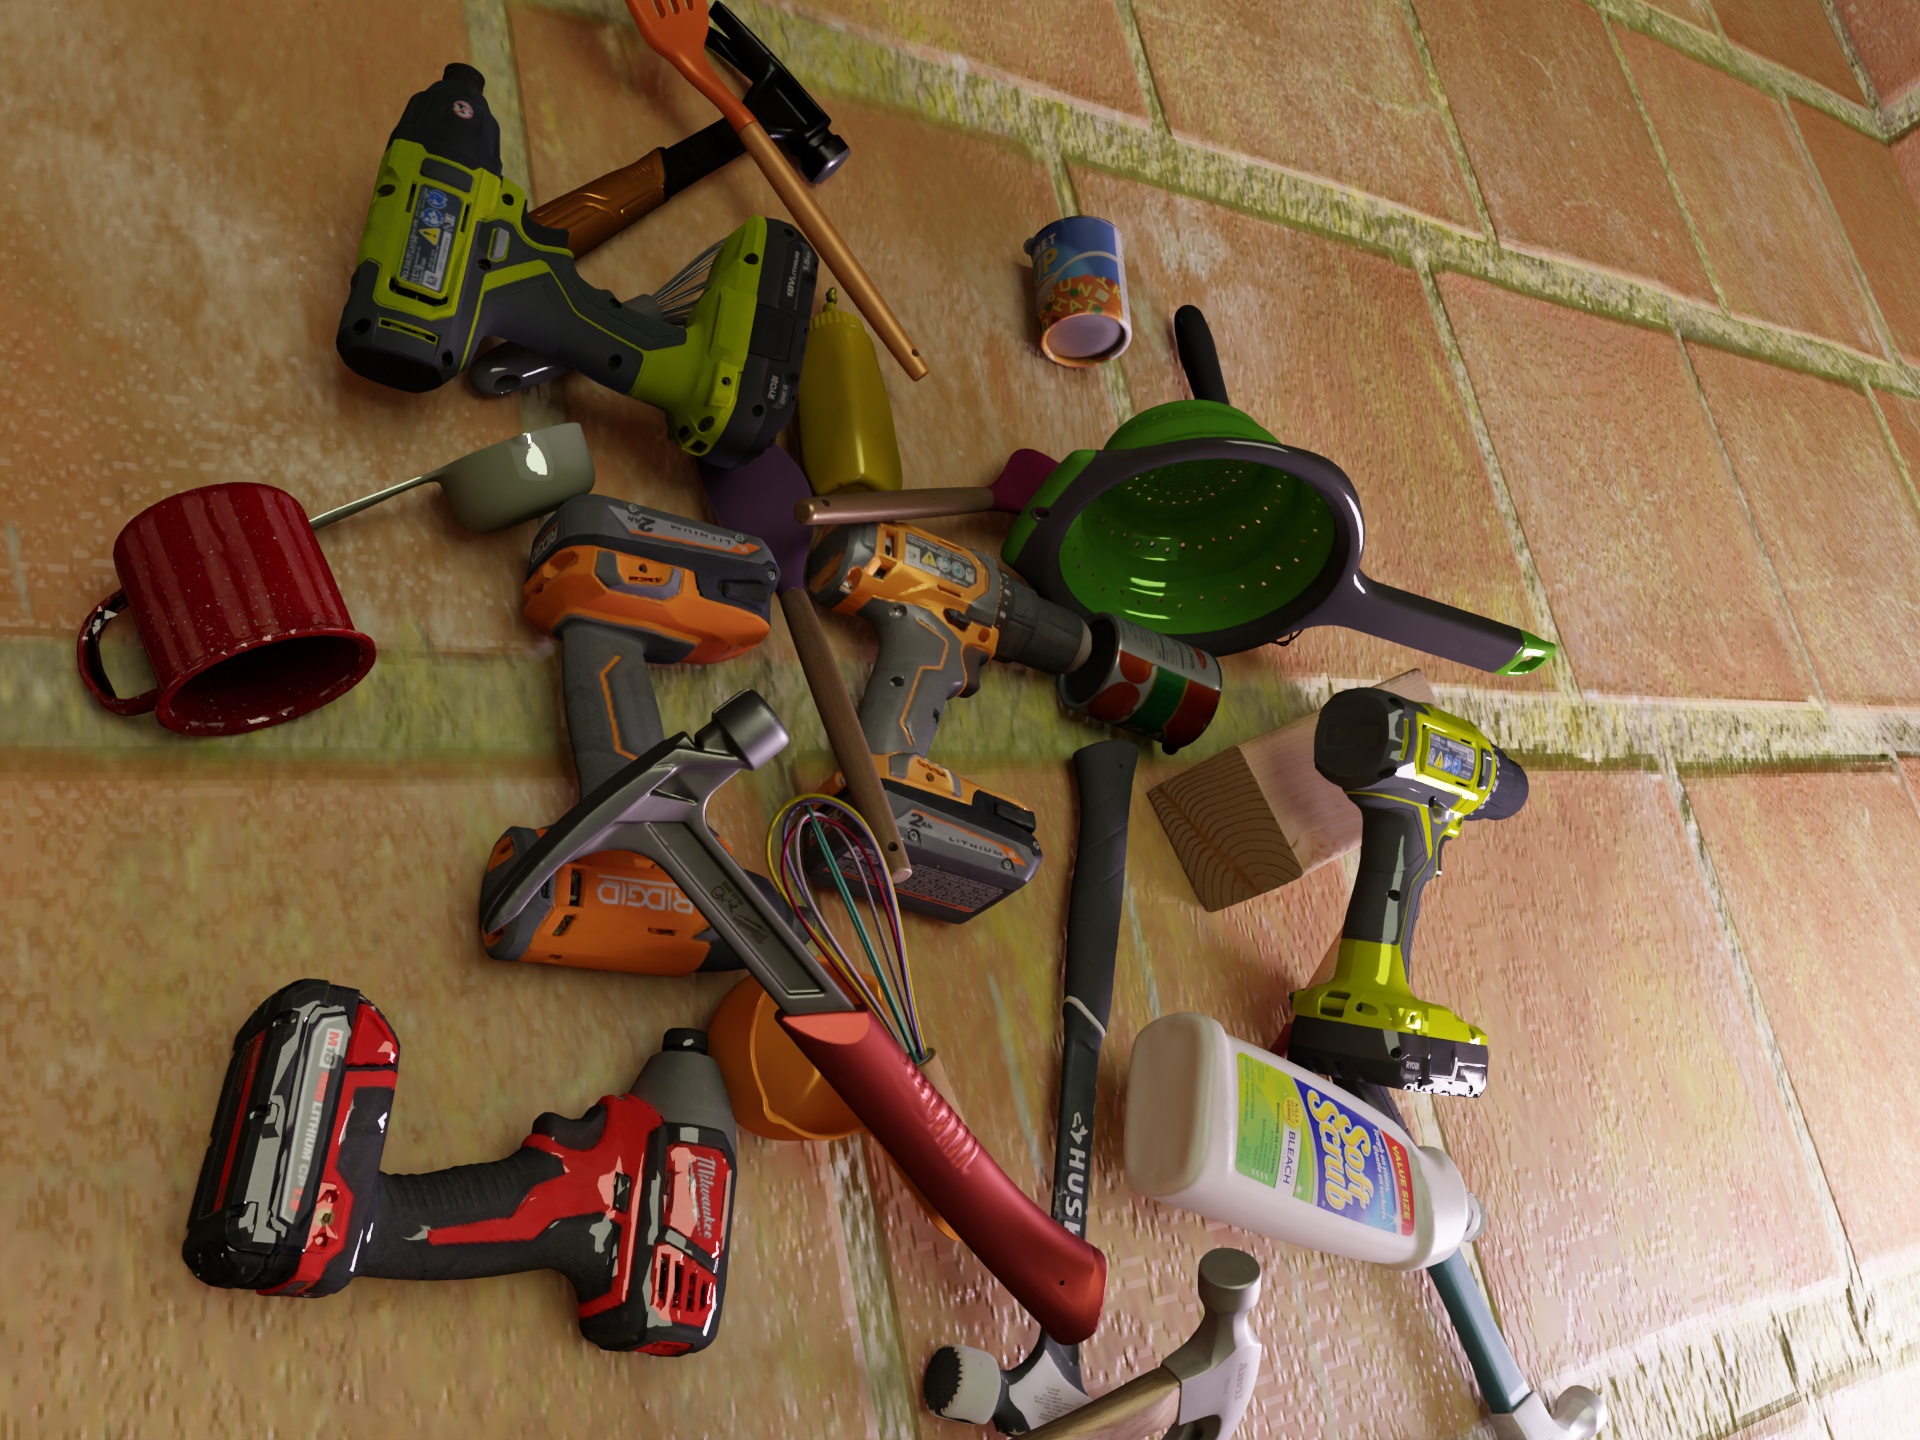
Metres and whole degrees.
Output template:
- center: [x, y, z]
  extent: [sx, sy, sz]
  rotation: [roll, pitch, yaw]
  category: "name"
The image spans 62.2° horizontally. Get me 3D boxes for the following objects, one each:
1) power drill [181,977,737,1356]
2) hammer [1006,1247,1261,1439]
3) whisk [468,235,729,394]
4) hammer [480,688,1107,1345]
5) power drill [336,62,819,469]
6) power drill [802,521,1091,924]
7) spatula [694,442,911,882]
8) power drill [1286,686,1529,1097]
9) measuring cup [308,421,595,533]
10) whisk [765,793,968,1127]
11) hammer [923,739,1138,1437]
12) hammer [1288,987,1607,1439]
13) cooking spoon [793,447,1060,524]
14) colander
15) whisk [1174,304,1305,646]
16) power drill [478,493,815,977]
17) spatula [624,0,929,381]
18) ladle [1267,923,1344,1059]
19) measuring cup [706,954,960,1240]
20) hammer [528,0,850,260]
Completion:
- center: [-0.196, 0.185, 0.679]
  extent: [0.219, 0.078, 0.143]
  rotation: [21, 57, -30]
  category: "power drill"
- center: [0.005, 0.356, 0.733]
  extent: [0.331, 0.031, 0.130]
  rotation: [-12, 114, -29]
  category: "hammer"
- center: [-0.181, -0.232, 0.916]
  extent: [0.239, 0.055, 0.055]
  rotation: [-34, 90, -37]
  category: "whisk"
- center: [-0.049, 0.166, 0.726]
  extent: [0.149, 0.037, 0.358]
  rotation: [-40, 110, -10]
  category: "hammer"
- center: [-0.195, -0.234, 0.836]
  extent: [0.223, 0.080, 0.171]
  rotation: [15, 73, -27]
  category: "power drill"
- center: [-0.001, -0.003, 0.911]
  extent: [0.185, 0.084, 0.226]
  rotation: [20, 53, -28]
  category: "power drill"
- center: [-0.080, -0.047, 0.849]
  extent: [0.059, 0.018, 0.316]
  rotation: [-11, 55, -18]
  category: "spatula"
- center: [0.279, 0.106, 0.965]
  extent: [0.190, 0.080, 0.228]
  rotation: [17, 79, -42]
  category: "power drill"
- center: [-0.259, -0.103, 0.787]
  extent: [0.167, 0.083, 0.038]
  rotation: [-27, 100, -25]
  category: "measuring cup"
- center: [-0.033, 0.146, 0.770]
  extent: [0.047, 0.051, 0.245]
  rotation: [-27, 104, -21]
  category: "whisk"
- center: [0.073, 0.189, 0.899]
  extent: [0.149, 0.036, 0.409]
  rotation: [25, 55, -26]
  category: "hammer"
- center: [0.294, 0.317, 0.999]
  extent: [0.128, 0.033, 0.331]
  rotation: [-17, 79, -41]
  category: "hammer"
- center: [0.000, -0.133, 0.964]
  extent: [0.319, 0.017, 0.069]
  rotation: [-16, 73, -57]
  category: "cooking spoon"
- center: [0.219, -0.115, 1.033]
  extent: [0.396, 0.204, 0.095]
  rotation: [15, 52, -21]
  category: "colander"
- center: [0.198, -0.185, 1.161]
  extent: [0.073, 0.073, 0.296]
  rotation: [7, 60, -34]
  category: "whisk"
- center: [-0.146, 0.015, 0.796]
  extent: [0.164, 0.084, 0.227]
  rotation: [13, 66, -32]
  category: "power drill"
- center: [-0.112, -0.349, 0.979]
  extent: [0.322, 0.041, 0.081]
  rotation: [54, 48, -5]
  category: "spatula"
- center: [0.220, 0.172, 0.986]
  extent: [0.069, 0.031, 0.315]
  rotation: [48, 60, -13]
  category: "ladle"
- center: [-0.059, 0.196, 0.792]
  extent: [0.173, 0.052, 0.095]
  rotation: [57, 47, -17]
  category: "measuring cup"
- center: [-0.200, -0.323, 0.949]
  extent: [0.127, 0.034, 0.337]
  rotation: [47, 49, -9]
  category: "hammer"
